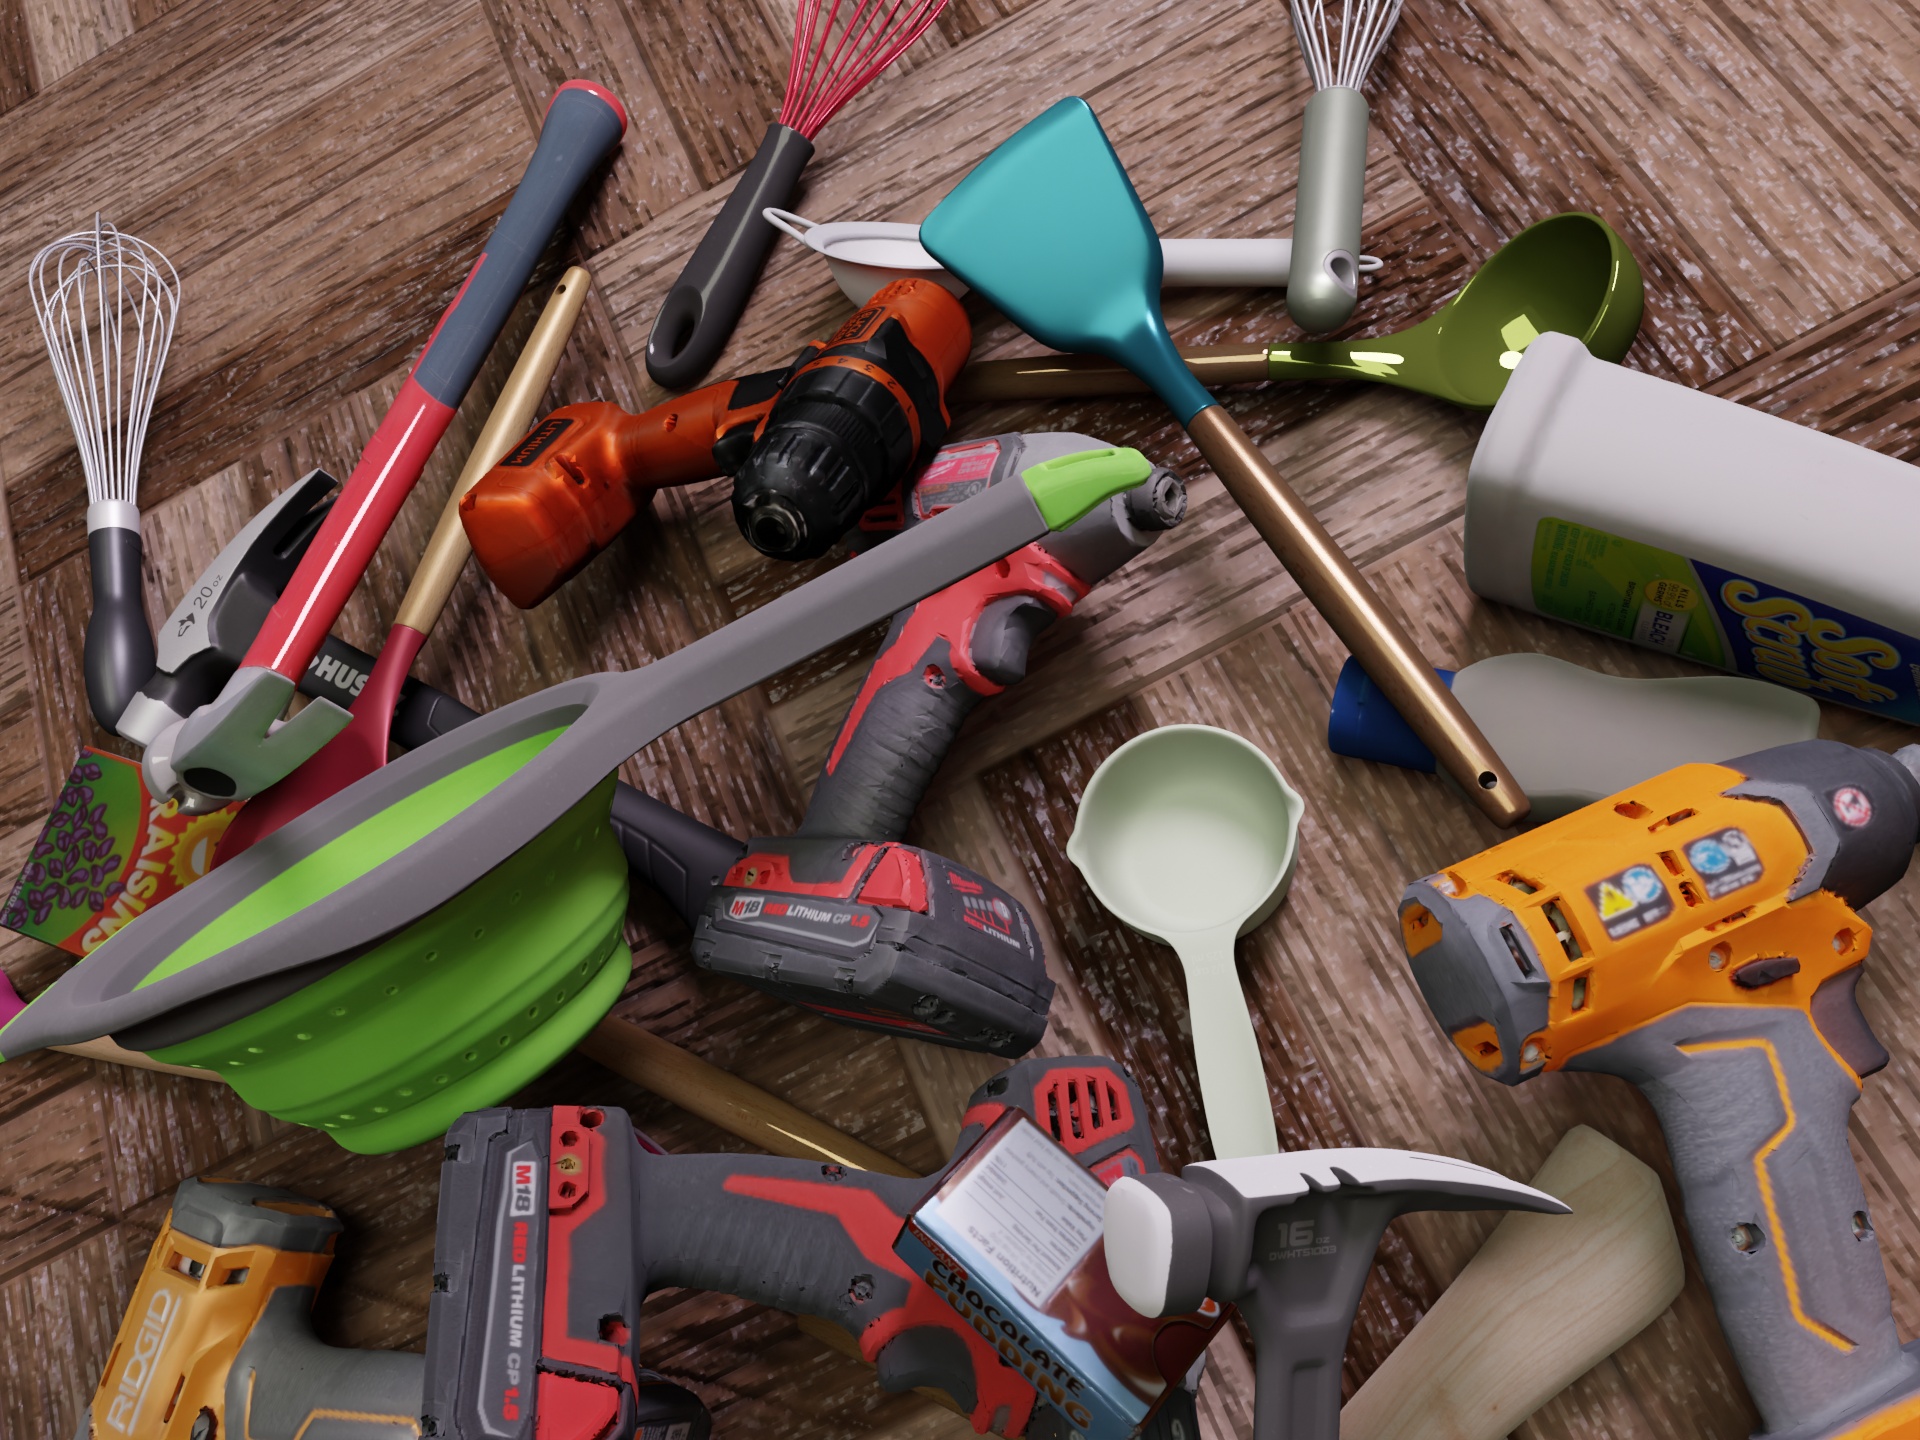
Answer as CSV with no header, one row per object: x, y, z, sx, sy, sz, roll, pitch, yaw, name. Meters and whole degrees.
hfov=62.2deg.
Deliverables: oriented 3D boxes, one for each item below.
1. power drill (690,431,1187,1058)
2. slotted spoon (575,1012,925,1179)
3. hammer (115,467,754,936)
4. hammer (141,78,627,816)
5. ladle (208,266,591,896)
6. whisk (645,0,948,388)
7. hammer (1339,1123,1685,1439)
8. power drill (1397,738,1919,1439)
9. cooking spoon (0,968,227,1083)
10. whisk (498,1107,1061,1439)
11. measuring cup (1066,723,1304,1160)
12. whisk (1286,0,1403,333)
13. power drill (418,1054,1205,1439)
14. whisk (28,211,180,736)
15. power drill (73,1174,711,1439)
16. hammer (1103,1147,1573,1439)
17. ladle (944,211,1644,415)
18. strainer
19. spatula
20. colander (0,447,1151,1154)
-0.001,-0.002,0.562,0.143,0.078,0.220,-1,65,44,power drill
-0.136,0.123,0.605,0.314,0.031,0.070,20,62,21,slotted spoon
-0.207,0.004,0.669,0.335,0.035,0.146,24,79,24,hammer
-0.216,-0.141,0.667,0.143,0.038,0.387,-19,45,47,hammer
-0.220,-0.060,0.663,0.069,0.031,0.315,11,69,24,ladle
-0.068,-0.282,0.725,0.073,0.073,0.296,25,86,24,whisk
0.064,0.284,0.475,0.146,0.038,0.410,38,84,27,hammer
0.244,0.117,0.434,0.164,0.084,0.227,-23,74,-6,power drill
-0.374,0.135,0.680,0.319,0.017,0.069,4,72,20,cooking spoon
-0.070,0.193,0.554,0.245,0.051,0.047,20,98,19,whisk
0.087,0.084,0.544,0.083,0.038,0.168,-13,68,12,measuring cup
0.147,-0.243,0.623,0.059,0.057,0.247,-29,41,47,whisk
-0.036,0.194,0.466,0.226,0.080,0.188,0,52,-11,power drill
-0.413,-0.125,0.774,0.070,0.070,0.285,-17,70,11,whisk
-0.216,0.277,0.545,0.226,0.084,0.185,11,76,25,power drill
0.091,0.281,0.412,0.127,0.034,0.337,2,91,-23,hammer
0.092,-0.146,0.620,0.320,0.062,0.078,1,63,21,ladle
0.042,-0.188,0.660,0.258,0.050,0.087,4,28,14,strainer
0.095,-0.091,0.562,0.082,0.044,0.318,-38,63,12,spatula
-0.105,0.037,0.517,0.397,0.205,0.094,-27,105,6,colander
